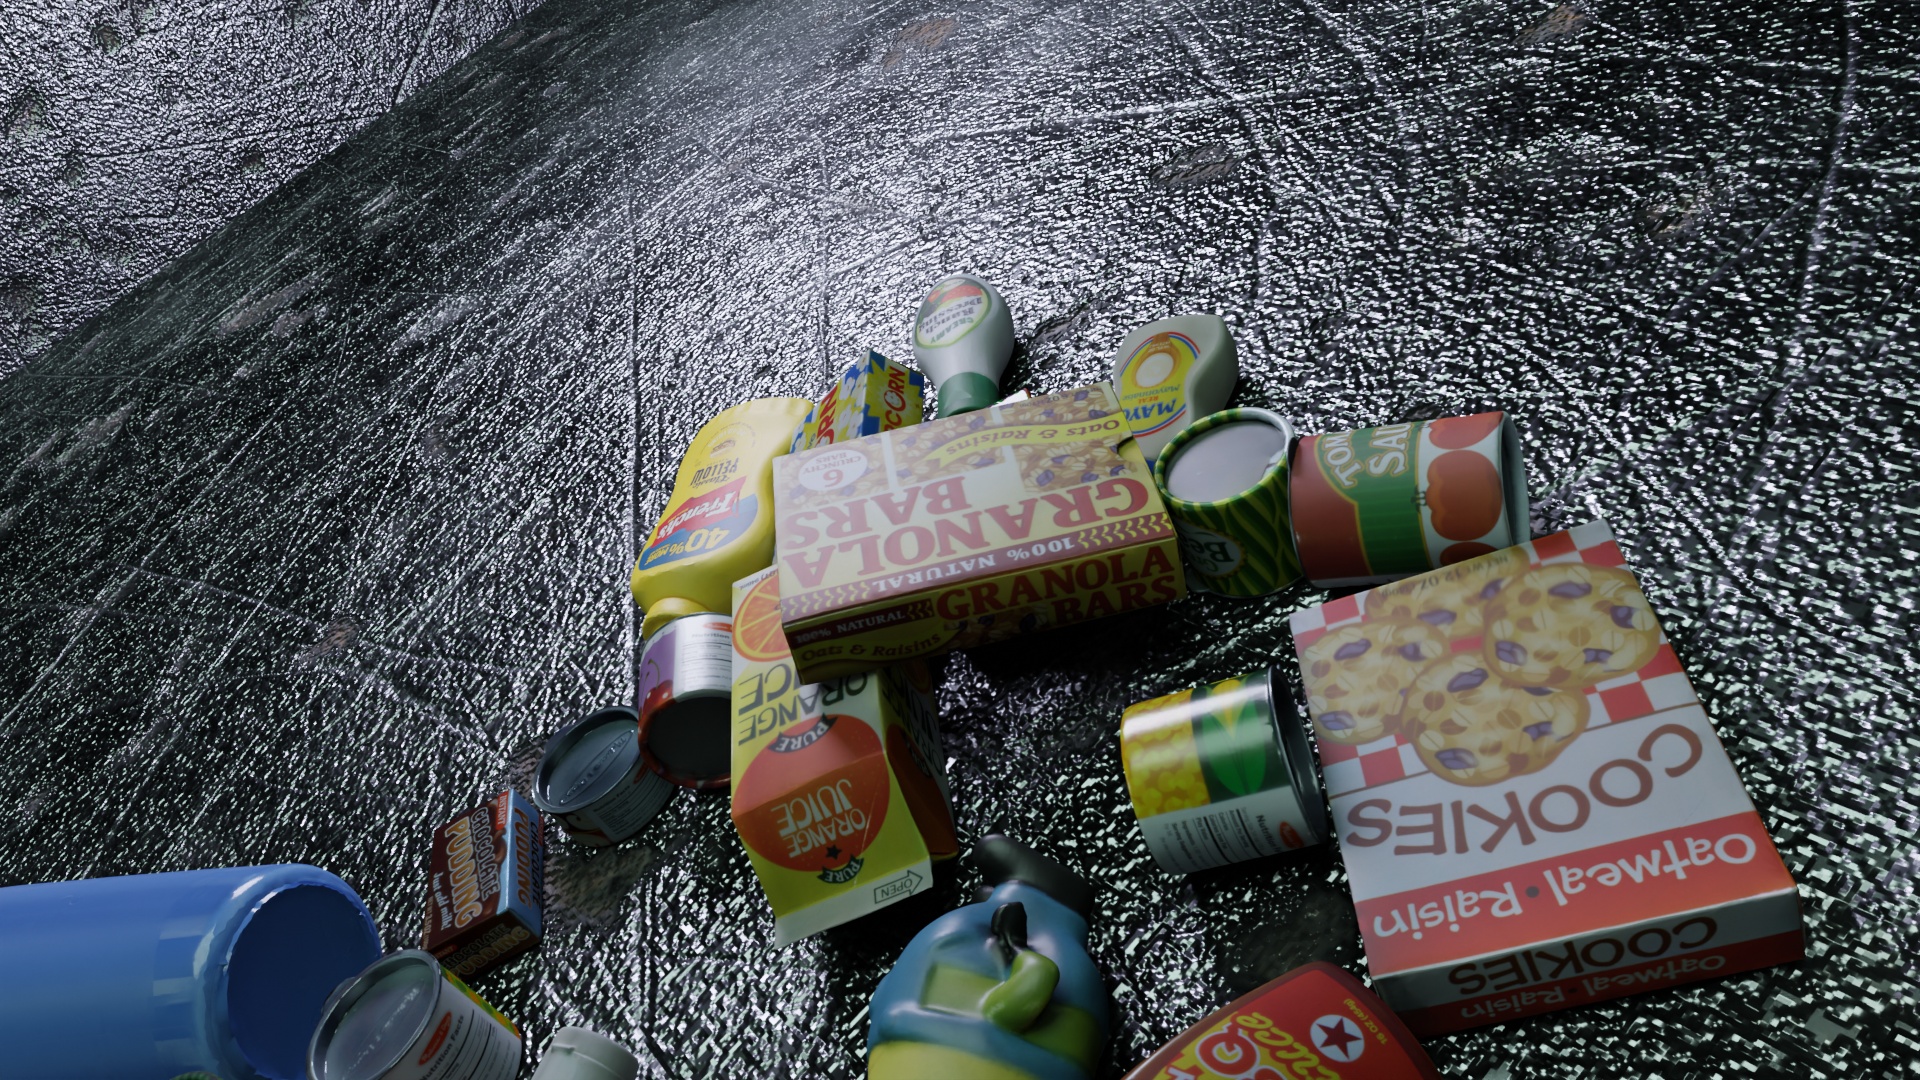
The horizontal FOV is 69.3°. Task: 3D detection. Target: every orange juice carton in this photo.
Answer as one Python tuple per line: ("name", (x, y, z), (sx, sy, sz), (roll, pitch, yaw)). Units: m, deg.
("orange juice carton", (-0.053, 0.088, 0.610), (0.072, 0.072, 0.193), (-24, 37, 9))

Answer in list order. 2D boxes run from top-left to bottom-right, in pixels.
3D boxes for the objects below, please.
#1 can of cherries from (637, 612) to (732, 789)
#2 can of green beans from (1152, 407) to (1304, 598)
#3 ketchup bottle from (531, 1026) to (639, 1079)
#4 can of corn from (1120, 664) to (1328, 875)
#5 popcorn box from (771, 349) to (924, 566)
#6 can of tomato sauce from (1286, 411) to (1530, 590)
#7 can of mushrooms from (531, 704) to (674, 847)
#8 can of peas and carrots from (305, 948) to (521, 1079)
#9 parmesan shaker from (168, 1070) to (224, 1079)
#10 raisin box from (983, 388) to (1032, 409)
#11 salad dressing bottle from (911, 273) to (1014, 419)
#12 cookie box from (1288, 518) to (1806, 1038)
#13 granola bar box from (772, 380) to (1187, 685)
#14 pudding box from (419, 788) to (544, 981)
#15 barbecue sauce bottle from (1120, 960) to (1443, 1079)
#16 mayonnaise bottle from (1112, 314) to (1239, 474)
("can of cherries", (-0.124, 0.081, 0.681), (0.071, 0.071, 0.059), (-26, 37, 7))
("can of green beans", (0.126, -0.017, 0.621), (0.071, 0.057, 0.071), (-20, 37, 16))
("ketchup bottle", (-0.171, 0.258, 0.516), (0.064, 0.043, 0.149), (-4, 43, 31))
("can of corn", (0.097, 0.084, 0.514), (0.058, 0.071, 0.071), (-18, 38, 18))
("popcorn box", (-0.060, -0.027, 0.738), (0.085, 0.038, 0.127), (-40, 35, 42))
("can of tomato sauce", (0.184, -0.017, 0.570), (0.083, 0.071, 0.071), (-6, 42, 30))
("can of mushrooms", (-0.179, 0.118, 0.699), (0.071, 0.033, 0.071), (-19, 38, 16))
("can of peas and carrots", (-0.234, 0.219, 0.595), (0.071, 0.058, 0.071), (-20, 36, 16))
("parmesan shaker", (-0.275, 0.258, 0.540), (0.071, 0.102, 0.072), (-20, 37, 16))
("raisin box", (0.017, -0.017, 0.716), (0.086, 0.040, 0.124), (-26, 35, 6))
("salad dressing bottle", (0.003, -0.105, 0.826), (0.064, 0.044, 0.148), (-22, 37, 14))
("cookie box", (0.190, 0.077, 0.479), (0.123, 0.040, 0.168), (-19, 36, 17))
("granola bar box", (0.002, -0.008, 0.613), (0.166, 0.038, 0.125), (-13, 38, 0))
("pudding box", (-0.232, 0.168, 0.679), (0.049, 0.030, 0.084), (-27, 36, 4))
("barbecue sauce bottle", (0.065, 0.177, 0.396), (0.149, 0.043, 0.065), (-17, 40, -25))
("mayonnaise bottle", (0.100, -0.053, 0.697), (0.064, 0.041, 0.149), (-9, 41, 29))
